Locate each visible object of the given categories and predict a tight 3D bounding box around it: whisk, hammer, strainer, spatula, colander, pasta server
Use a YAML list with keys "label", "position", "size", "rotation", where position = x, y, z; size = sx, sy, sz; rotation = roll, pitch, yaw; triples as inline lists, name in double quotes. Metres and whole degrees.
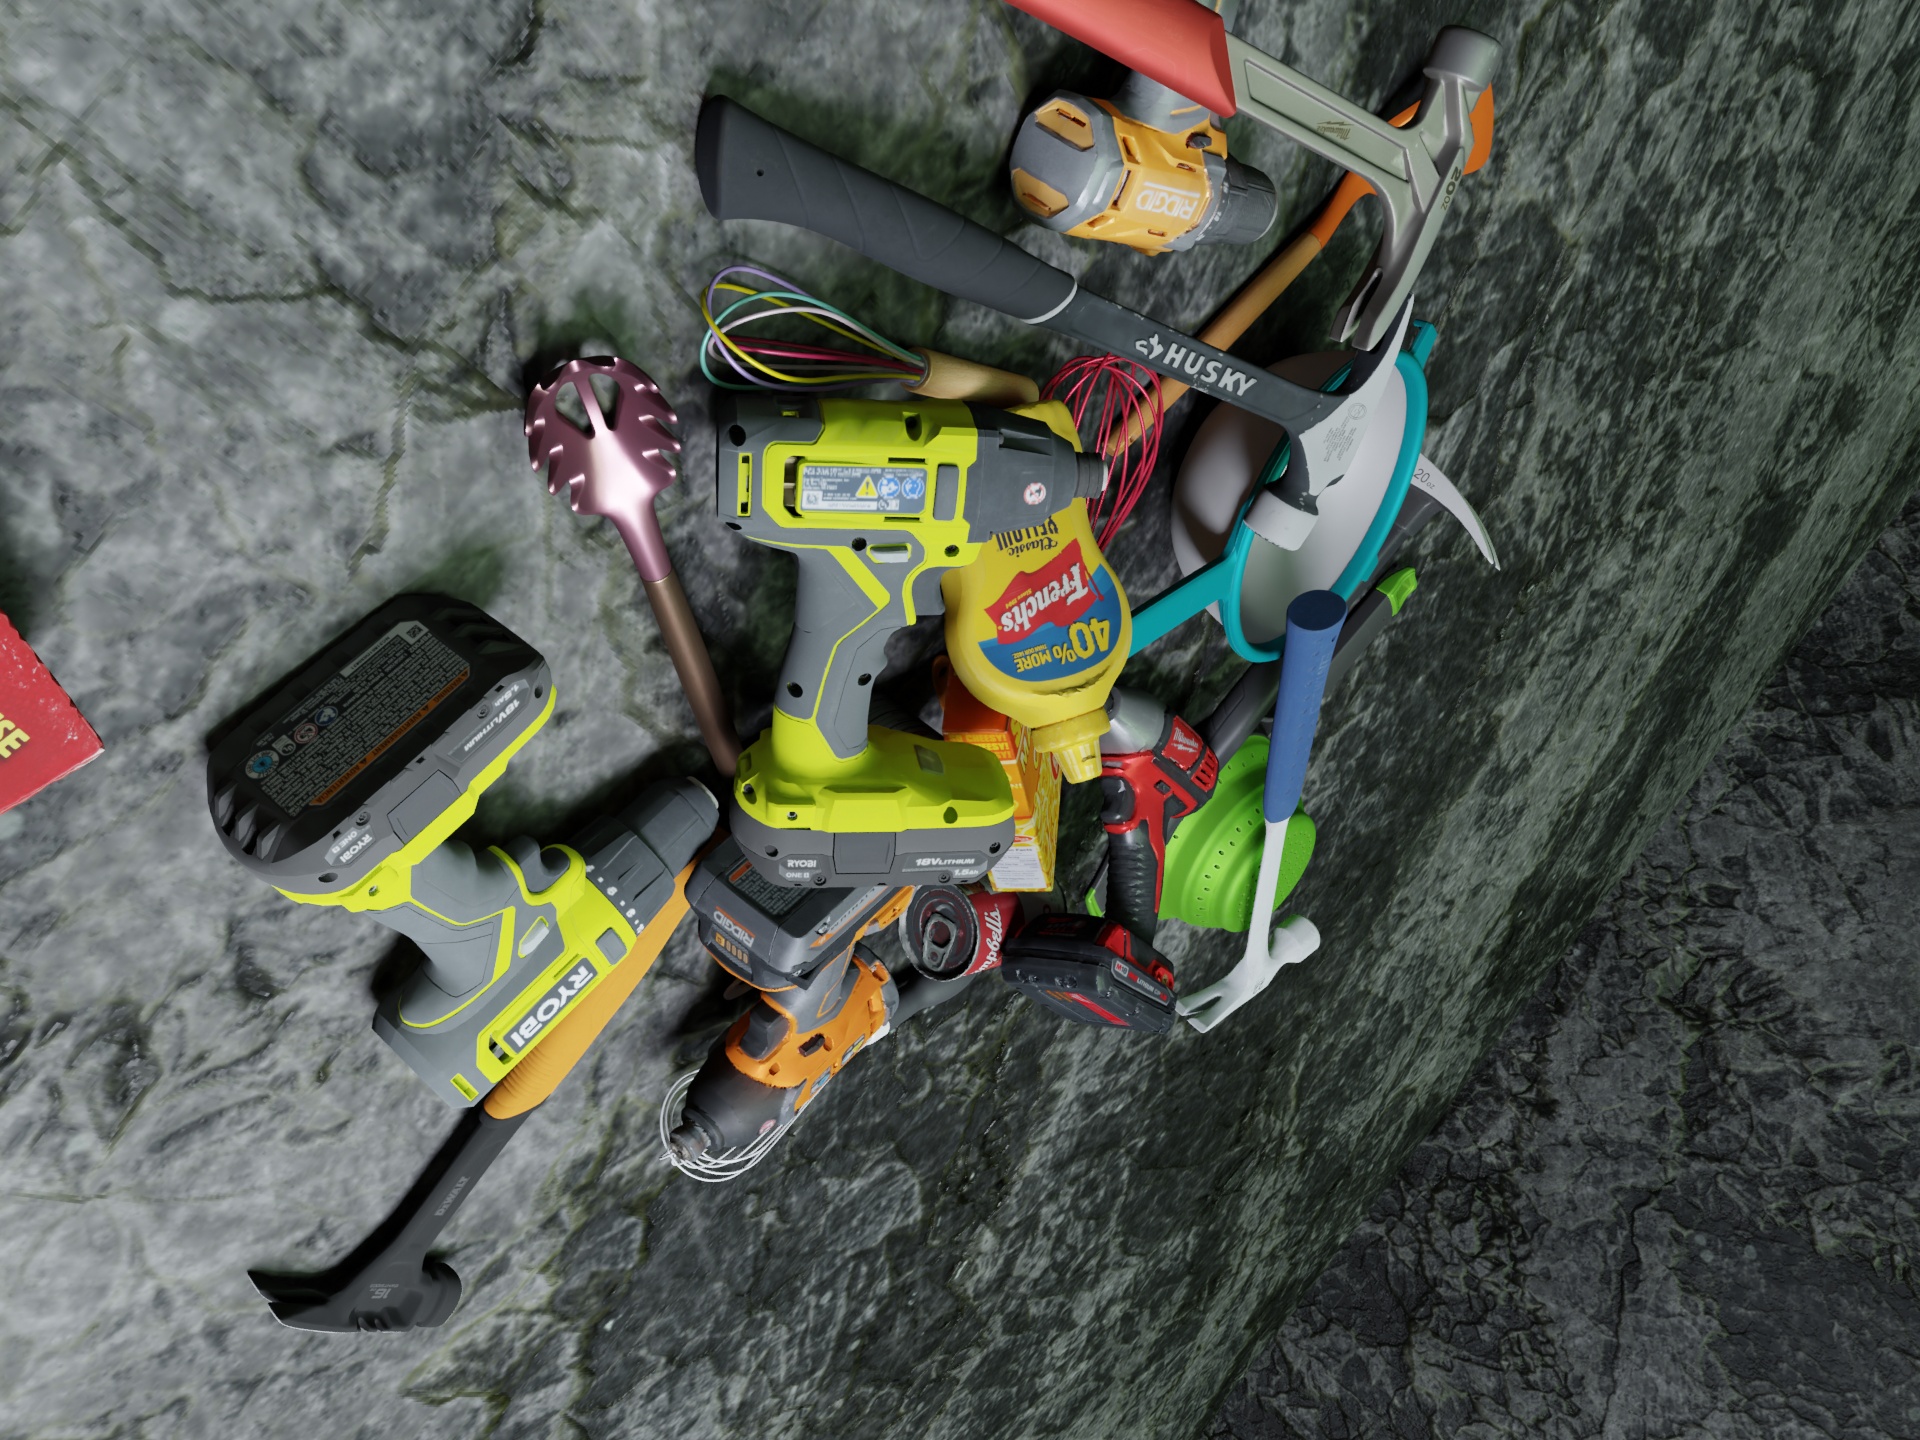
- label: "whisk"
  position: [-0.034, -0.166, 0.752]
  size: [0.245, 0.047, 0.051]
  rotation: [-3, 120, -55]
- label: "hammer"
  position: [0.222, 0.075, 1.128]
  size: [0.144, 0.035, 0.405]
  rotation: [-33, 143, -26]
- label: "hammer"
  position: [0.059, -0.195, 0.744]
  size: [0.408, 0.036, 0.149]
  rotation: [13, 115, -37]
- label: "strainer"
  position: [0.155, -0.121, 0.974]
  size: [0.340, 0.095, 0.210]
  rotation: [-33, 142, -34]
- label: "whisk"
  position: [0.069, -0.097, 0.936]
  size: [0.073, 0.073, 0.295]
  rotation: [-34, 149, -28]
- label: "hammer"
  position: [0.078, -0.281, 0.669]
  size: [0.358, 0.037, 0.149]
  rotation: [13, 107, -32]
- label: "spatula"
  position: [0.203, -0.269, 0.956]
  size: [0.322, 0.041, 0.080]
  rotation: [-46, 148, -10]
- label: "colander"
  position: [0.269, 0.040, 1.278]
  size: [0.397, 0.095, 0.204]
  rotation: [-48, 147, -9]
- label: "pasta server"
  position: [-0.132, -0.046, 0.739]
  size: [0.060, 0.040, 0.315]
  rotation: [-21, 141, -8]
- label: "hammer"
  position: [-0.227, 0.181, 0.840]
  size: [0.337, 0.034, 0.127]
  rotation: [-53, 149, 0]
- label: "whisk"
  position: [-0.081, 0.213, 1.037]
  size: [0.284, 0.070, 0.070]
  rotation: [-26, 139, -43]
- label: "hammer"
  position: [0.239, -0.045, 1.144]
  size: [0.334, 0.146, 0.035]
  rotation: [-53, 150, 13]

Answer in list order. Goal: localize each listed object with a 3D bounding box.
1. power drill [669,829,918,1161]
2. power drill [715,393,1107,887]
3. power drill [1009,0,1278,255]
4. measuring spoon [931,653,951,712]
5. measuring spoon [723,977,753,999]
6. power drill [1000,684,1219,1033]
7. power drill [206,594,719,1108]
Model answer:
- label: "power drill"
  position: [-0.097, 0.144, 0.874]
  size: [0.164, 0.084, 0.226]
  rotation: [-41, 156, -35]
- label: "power drill"
  position: [-0.027, -0.037, 0.733]
  size: [0.171, 0.080, 0.223]
  rotation: [0, 119, -10]
- label: "power drill"
  position: [0.132, -0.335, 0.771]
  size: [0.185, 0.084, 0.226]
  rotation: [-8, 131, -48]
- label: "measuring spoon"
  position: [-0.002, -0.003, 0.978]
  size: [0.021, 0.011, 0.116]
  rotation: [-42, 142, -17]
- label: "measuring spoon"
  position: [-0.098, 0.127, 0.976]
  size: [0.124, 0.018, 0.034]
  rotation: [-37, 150, -12]
- label: "power drill"
  position: [0.105, 0.086, 1.068]
  size: [0.143, 0.078, 0.220]
  rotation: [38, 60, -46]
- label: "power drill"
  position: [-0.205, 0.053, 0.710]
  size: [0.190, 0.080, 0.228]
  rotation: [-46, 149, -21]
